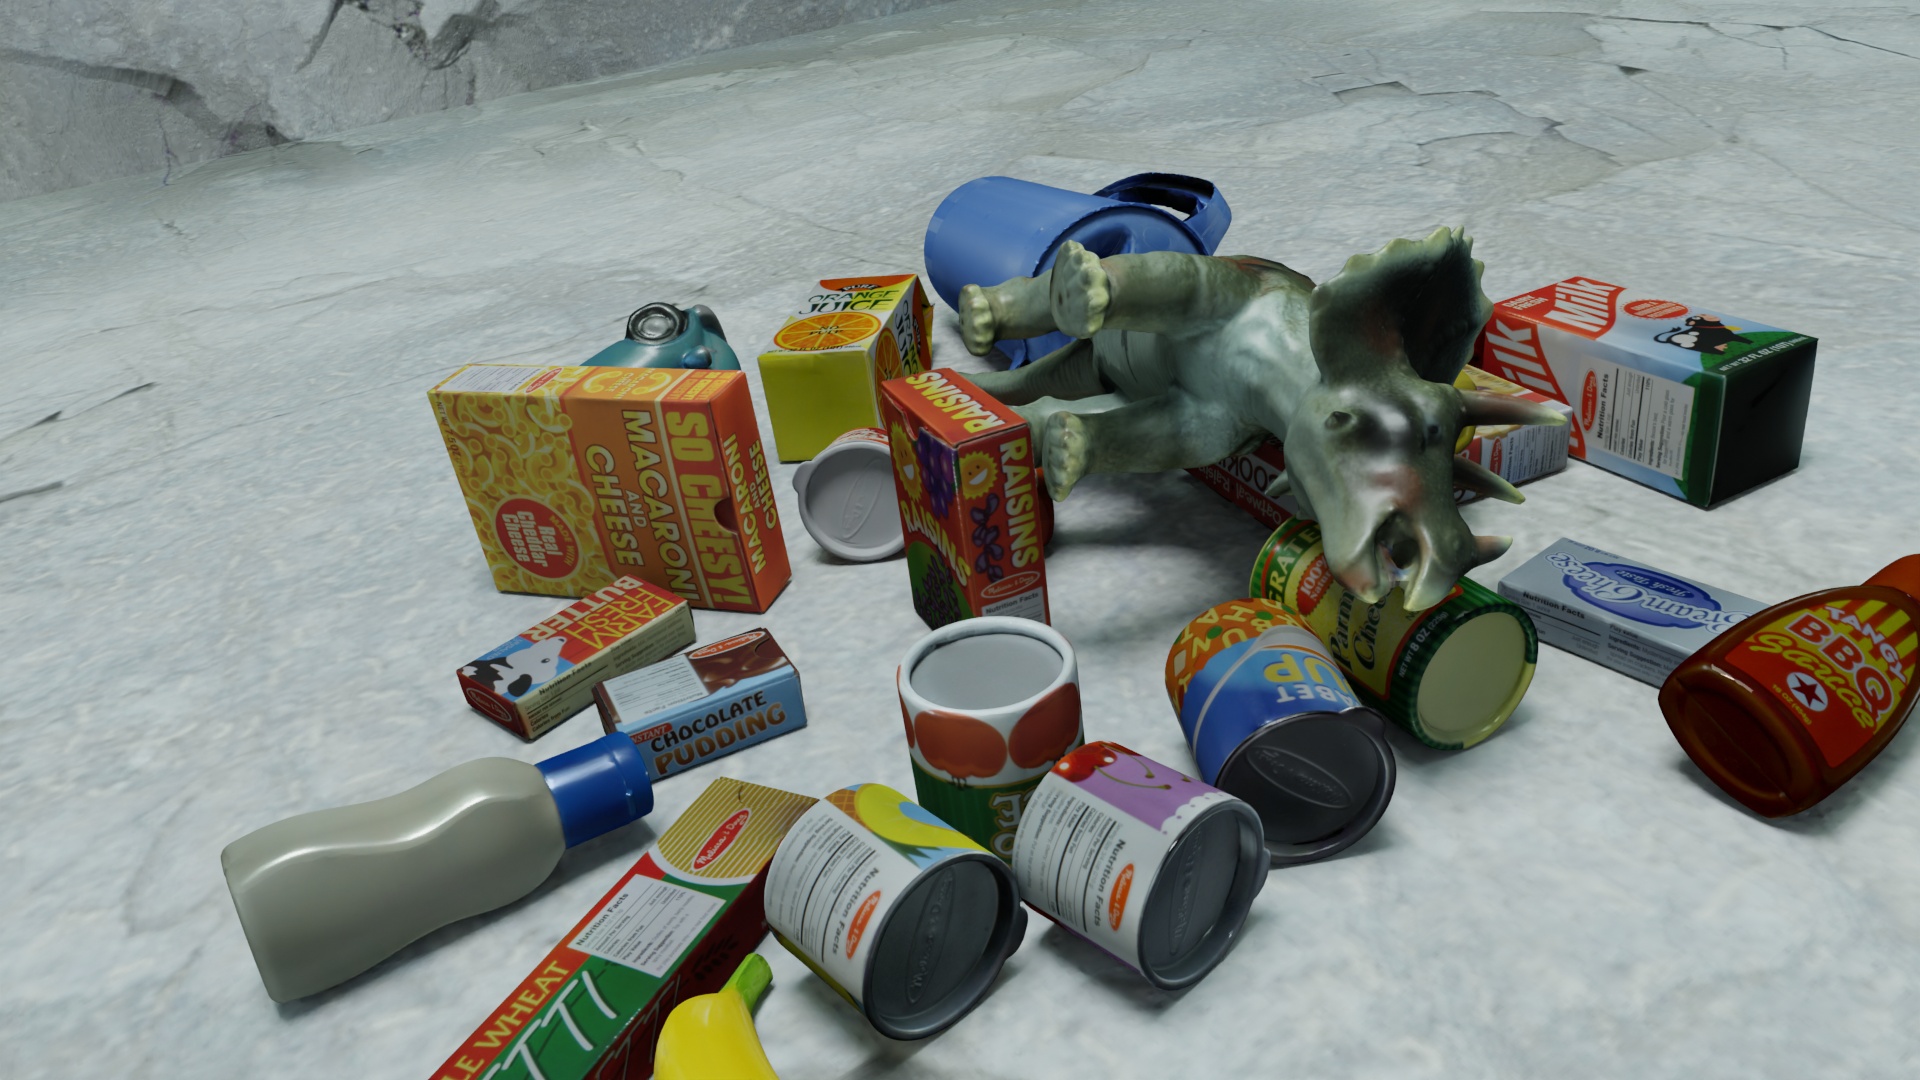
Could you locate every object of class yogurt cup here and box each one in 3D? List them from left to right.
[{"bbox_3d":[-0.052,-0.029,0.758,0.072,0.072,0.054,-6,20,4],"label":"yogurt cup"}]

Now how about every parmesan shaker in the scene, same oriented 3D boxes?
[{"bbox_3d":[0.179,0.031,0.577,0.071,0.071,0.103,-18,29,-19],"label":"parmesan shaker"}]

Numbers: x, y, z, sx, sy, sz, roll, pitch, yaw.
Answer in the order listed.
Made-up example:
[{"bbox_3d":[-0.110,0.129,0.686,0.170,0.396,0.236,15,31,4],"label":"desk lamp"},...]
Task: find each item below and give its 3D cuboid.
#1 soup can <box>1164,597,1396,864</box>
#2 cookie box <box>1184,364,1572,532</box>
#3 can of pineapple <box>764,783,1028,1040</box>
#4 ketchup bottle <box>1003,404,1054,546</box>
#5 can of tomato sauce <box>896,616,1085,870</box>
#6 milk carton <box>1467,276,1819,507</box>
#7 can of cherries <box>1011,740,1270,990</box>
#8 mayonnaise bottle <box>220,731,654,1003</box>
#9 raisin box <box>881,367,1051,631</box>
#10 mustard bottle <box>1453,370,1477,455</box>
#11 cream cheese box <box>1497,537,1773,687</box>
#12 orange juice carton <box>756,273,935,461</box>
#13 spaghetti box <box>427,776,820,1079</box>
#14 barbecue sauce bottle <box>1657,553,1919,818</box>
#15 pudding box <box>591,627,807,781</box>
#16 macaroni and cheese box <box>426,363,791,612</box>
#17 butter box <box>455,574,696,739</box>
[{"bbox_3d":[0.120,0.068,0.525,0.071,0.071,0.084,-8,28,-1],"label":"soup can"},{"bbox_3d":[0.222,-0.054,0.760,0.168,0.040,0.123,-17,30,-18],"label":"cookie box"},{"bbox_3d":[-0.022,0.123,0.465,0.071,0.070,0.058,-27,33,-32],"label":"can of pineapple"},{"bbox_3d":[0.016,-0.040,0.781,0.065,0.043,0.149,-7,27,2],"label":"ketchup bottle"},{"bbox_3d":[0.015,0.080,0.514,0.071,0.082,0.071,-6,28,3],"label":"can of tomato sauce"},{"bbox_3d":[0.353,-0.092,0.761,0.072,0.073,0.191,-20,30,-22],"label":"milk carton"},{"bbox_3d":[0.062,0.108,0.472,0.072,0.071,0.058,-30,34,-35],"label":"can of cherries"},{"bbox_3d":[-0.192,0.116,0.527,0.148,0.064,0.041,-20,32,-29],"label":"mayonnaise bottle"},{"bbox_3d":[0.002,-0.008,0.640,0.040,0.122,0.086,-17,30,-18],"label":"raisin box"},{"bbox_3d":[0.191,-0.082,0.722,0.065,0.048,0.160,-21,31,-21],"label":"mustard bottle"},{"bbox_3d":[0.290,0.033,0.595,0.053,0.024,0.104,-27,33,-29],"label":"cream cheese box"},{"bbox_3d":[-0.069,-0.127,0.932,0.072,0.072,0.194,-2,28,12],"label":"orange juice carton"},{"bbox_3d":[-0.128,0.165,0.450,0.050,0.028,0.251,7,31,26],"label":"spaghetti box"},{"bbox_3d":[0.334,0.047,0.529,0.149,0.043,0.065,-23,64,-29],"label":"barbecue sauce bottle"},{"bbox_3d":[-0.115,0.073,0.618,0.084,0.030,0.050,-19,29,-20],"label":"pudding box"},{"bbox_3d":[-0.181,-0.027,0.721,0.166,0.123,0.040,4,33,20],"label":"macaroni and cheese box"},{"bbox_3d":[-0.184,0.055,0.675,0.053,0.024,0.104,18,37,38],"label":"butter box"}]
